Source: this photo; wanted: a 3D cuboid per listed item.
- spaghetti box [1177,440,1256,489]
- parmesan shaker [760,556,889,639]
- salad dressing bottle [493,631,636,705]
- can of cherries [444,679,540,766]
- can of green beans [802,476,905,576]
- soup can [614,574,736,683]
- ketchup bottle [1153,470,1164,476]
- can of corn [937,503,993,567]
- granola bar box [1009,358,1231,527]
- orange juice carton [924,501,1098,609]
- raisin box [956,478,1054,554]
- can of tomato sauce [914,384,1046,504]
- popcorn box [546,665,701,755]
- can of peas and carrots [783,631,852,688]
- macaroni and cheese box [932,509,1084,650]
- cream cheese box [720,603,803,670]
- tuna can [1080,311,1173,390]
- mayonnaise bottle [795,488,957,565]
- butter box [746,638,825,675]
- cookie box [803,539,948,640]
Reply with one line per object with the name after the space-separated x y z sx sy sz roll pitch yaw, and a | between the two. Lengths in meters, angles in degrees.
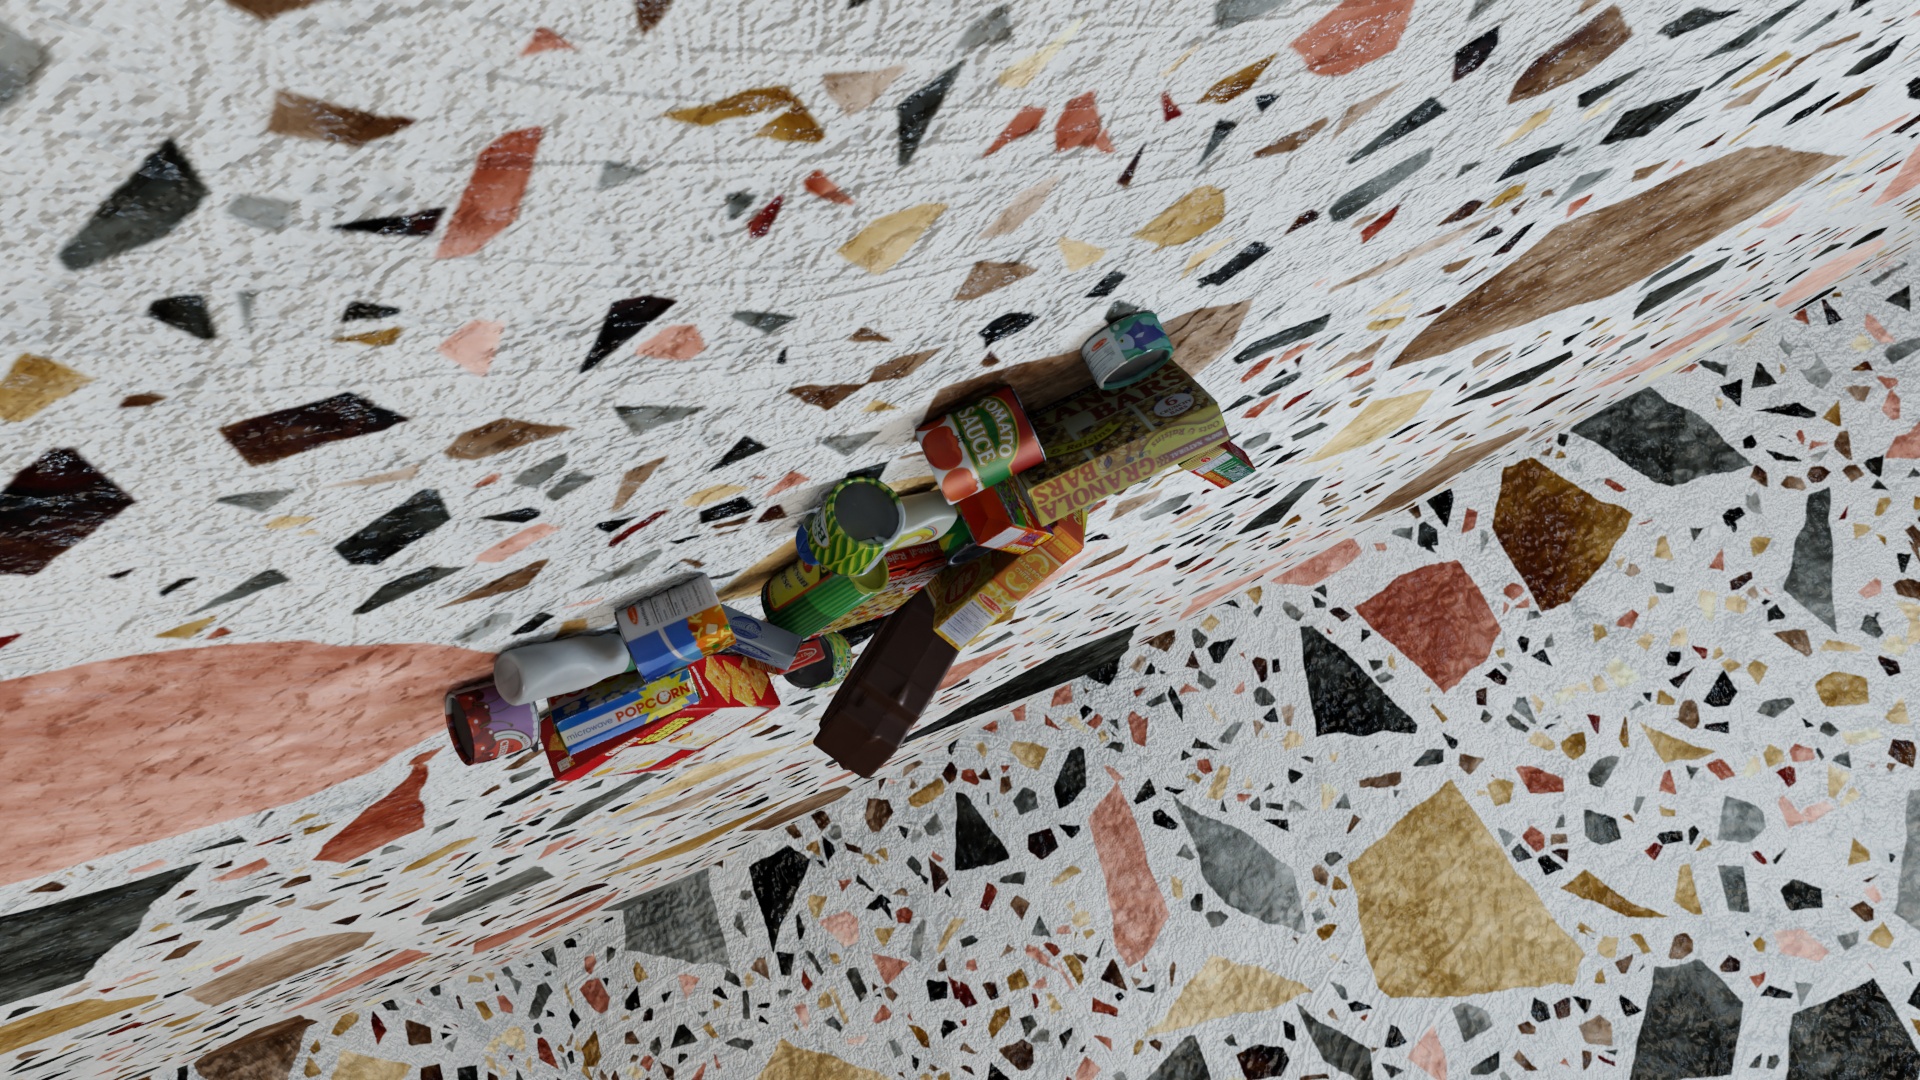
0.295 -0.094 1.605 0.050 0.029 0.250 -30 166 17 | spaghetti box
-0.124 0.042 1.260 0.102 0.071 0.071 -32 165 29 | parmesan shaker
-0.323 0.103 1.187 0.064 0.044 0.148 -38 164 35 | salad dressing bottle
-0.398 0.155 1.183 0.058 0.071 0.071 -15 163 -38 | can of cherries
-0.085 -0.011 1.131 0.071 0.071 0.057 -18 164 -31 | can of green beans
-0.240 0.076 1.176 0.084 0.071 0.071 -23 167 -10 | soup can
0.166 -0.085 1.365 0.064 0.043 0.149 -31 166 22 | ketchup bottle
0.005 -0.016 1.298 0.071 0.058 0.071 -24 167 -6 | can of corn
0.117 -0.086 1.129 0.166 0.039 0.124 -25 -151 -1 | granola bar box
0.054 0.008 1.453 0.192 0.073 0.072 -32 165 25 | orange juice carton
0.032 -0.035 1.214 0.040 0.086 0.123 -31 166 16 | raisin box
0.015 -0.074 1.073 0.083 0.071 0.071 -25 167 1 | can of tomato sauce
-0.308 0.136 1.258 0.127 0.038 0.085 -22 -153 -14 | popcorn box
-0.159 0.133 1.550 0.071 0.071 0.059 -29 167 14 | can of peas and carrots
0.046 0.015 1.346 0.166 0.040 0.124 -42 -160 23 | macaroni and cheese box
-0.196 0.084 1.250 0.104 0.024 0.053 23 157 -5 | cream cheese box
0.132 -0.147 1.080 0.071 0.033 0.071 -24 167 -6 | tuna can
-0.075 -0.010 1.212 0.148 0.041 0.064 -15 164 -42 | mayonnaise bottle
-0.187 0.119 1.465 0.053 0.024 0.103 -20 -171 -25 | butter box
-0.088 0.042 1.391 0.123 0.040 0.166 -15 164 -37 | cookie box
